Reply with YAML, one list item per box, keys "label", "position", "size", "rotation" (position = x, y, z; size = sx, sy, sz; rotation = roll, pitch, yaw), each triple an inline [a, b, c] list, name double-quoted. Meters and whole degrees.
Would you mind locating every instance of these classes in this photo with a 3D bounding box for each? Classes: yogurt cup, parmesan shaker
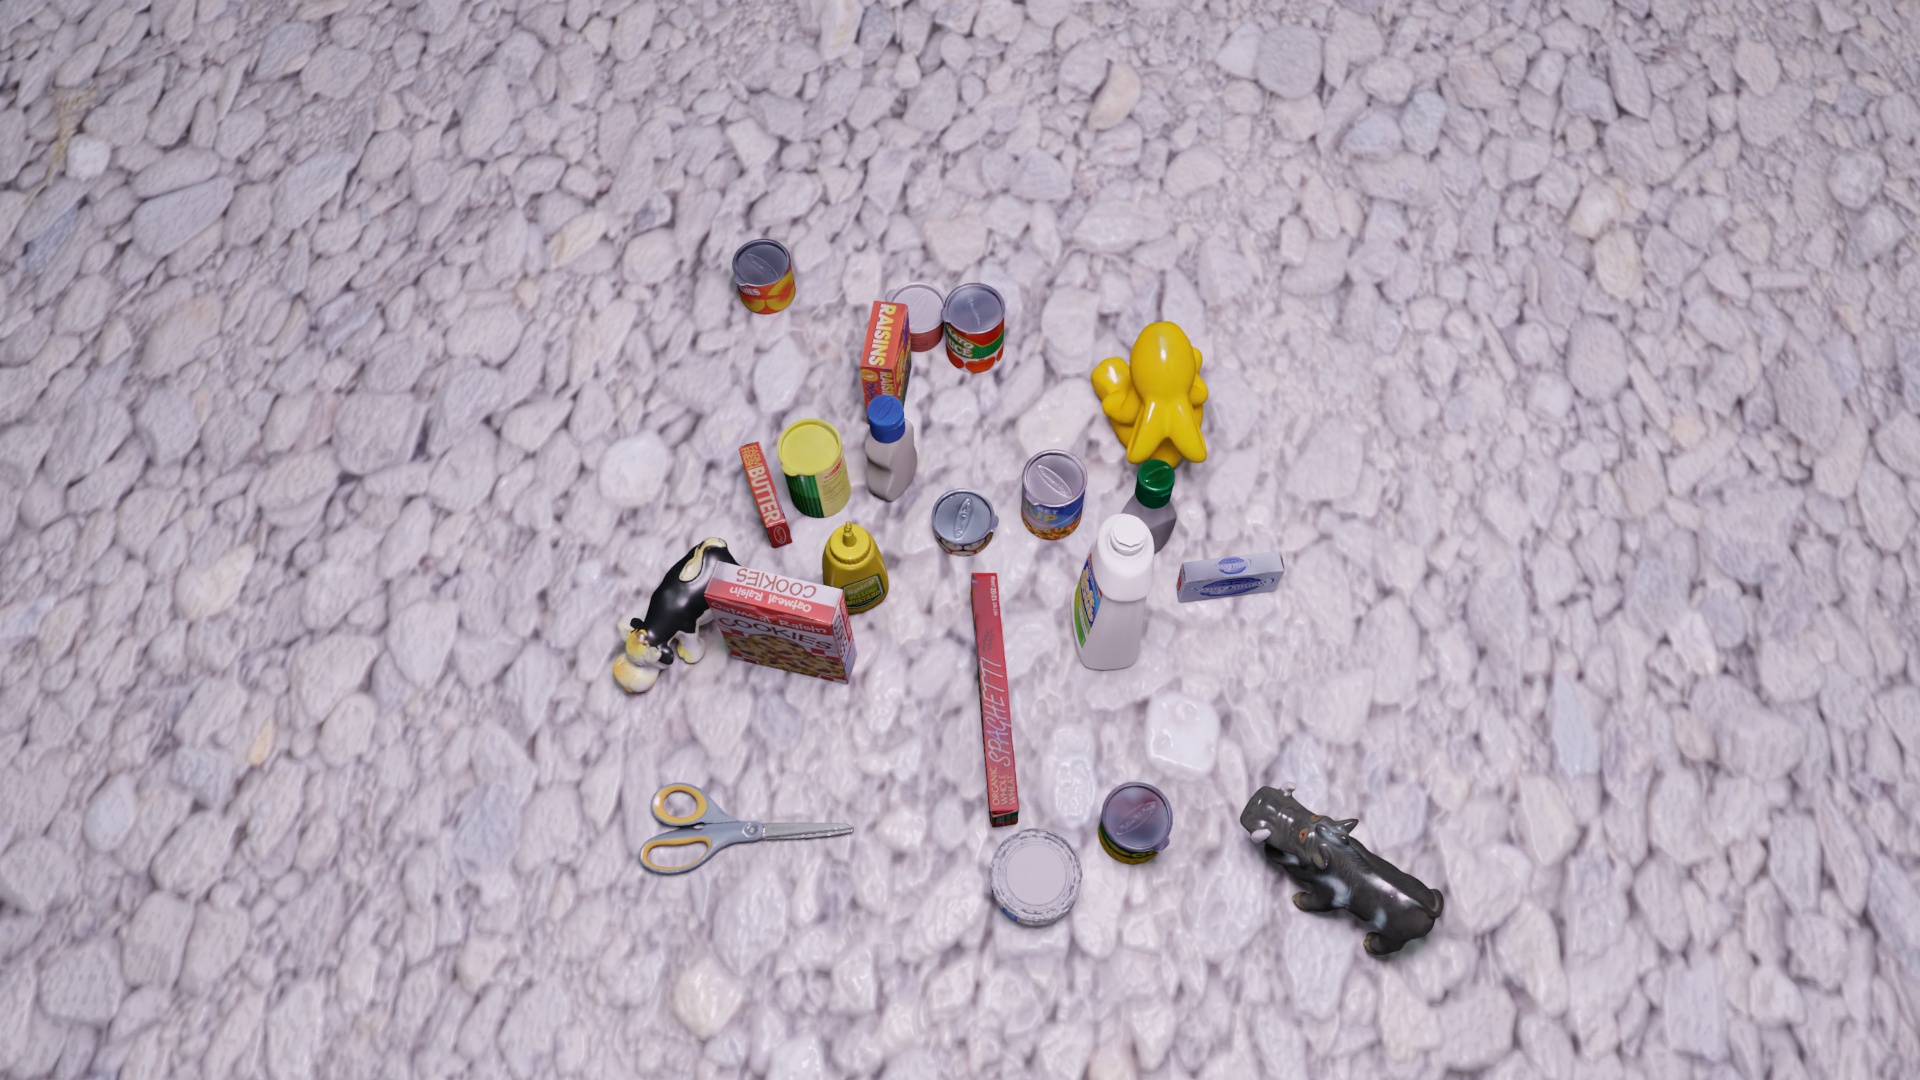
- label: "yogurt cup"
  position: [-0.048, -0.248, 1.560]
  size: [0.072, 0.053, 0.072]
  rotation: [0, 64, 1]
- label: "parmesan shaker"
  position: [-0.154, -0.072, 1.449]
  size: [0.071, 0.102, 0.071]
  rotation: [0, 65, 1]

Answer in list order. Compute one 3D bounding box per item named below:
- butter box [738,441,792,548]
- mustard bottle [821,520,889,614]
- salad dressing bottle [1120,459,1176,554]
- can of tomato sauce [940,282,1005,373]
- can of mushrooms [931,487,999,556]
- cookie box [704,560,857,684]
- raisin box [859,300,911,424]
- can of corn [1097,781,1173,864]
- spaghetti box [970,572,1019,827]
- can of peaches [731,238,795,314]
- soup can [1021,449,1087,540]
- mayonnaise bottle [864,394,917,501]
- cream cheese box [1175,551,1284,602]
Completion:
- label: "butter box"
  position: [-0.206, -0.048, 1.466]
  size: [0.024, 0.053, 0.104]
  rotation: [-19, 66, -8]
- label: "mustard bottle"
  position: [-0.107, 0.022, 1.371]
  size: [0.065, 0.159, 0.049]
  rotation: [-21, 66, -9]
- label: "salad dressing bottle"
  position: [0.190, -0.032, 1.401]
  size: [0.064, 0.147, 0.044]
  rotation: [-26, 67, -11]
- label: "can of tomato sauce"
  position: [0.014, -0.233, 1.536]
  size: [0.071, 0.082, 0.071]
  rotation: [0, 64, 1]
- label: "can of mushrooms"
  position: [0.005, -0.018, 1.460]
  size: [0.071, 0.033, 0.071]
  rotation: [0, 64, 1]
- label: "cookie box"
  position: [-0.170, 0.083, 1.339]
  size: [0.123, 0.166, 0.040]
  rotation: [12, 65, 6]
- label: "raisin box"
  position: [-0.079, -0.188, 1.493]
  size: [0.040, 0.123, 0.086]
  rotation: [8, 65, 5]
- label: "can of corn"
  position: [0.165, 0.268, 1.306]
  size: [0.071, 0.058, 0.071]
  rotation: [0, 64, 1]
- label: "spaghetti box"
  position: [0.033, 0.154, 1.367]
  size: [0.029, 0.050, 0.251]
  rotation: [-4, 64, -1]
- label: "can of peaches"
  position: [-0.225, -0.299, 1.585]
  size: [0.071, 0.057, 0.071]
  rotation: [0, 64, 1]
- label: "soup can"
  position: [0.094, -0.045, 1.444]
  size: [0.071, 0.083, 0.071]
  rotation: [0, 64, 1]
- label: "mayonnaise bottle"
  position: [-0.073, -0.098, 1.436]
  size: [0.041, 0.147, 0.065]
  rotation: [27, 68, 13]
- label: "cream cheese box"
  position: [0.274, 0.037, 1.419]
  size: [0.104, 0.053, 0.024]
  rotation: [-7, 65, -3]
